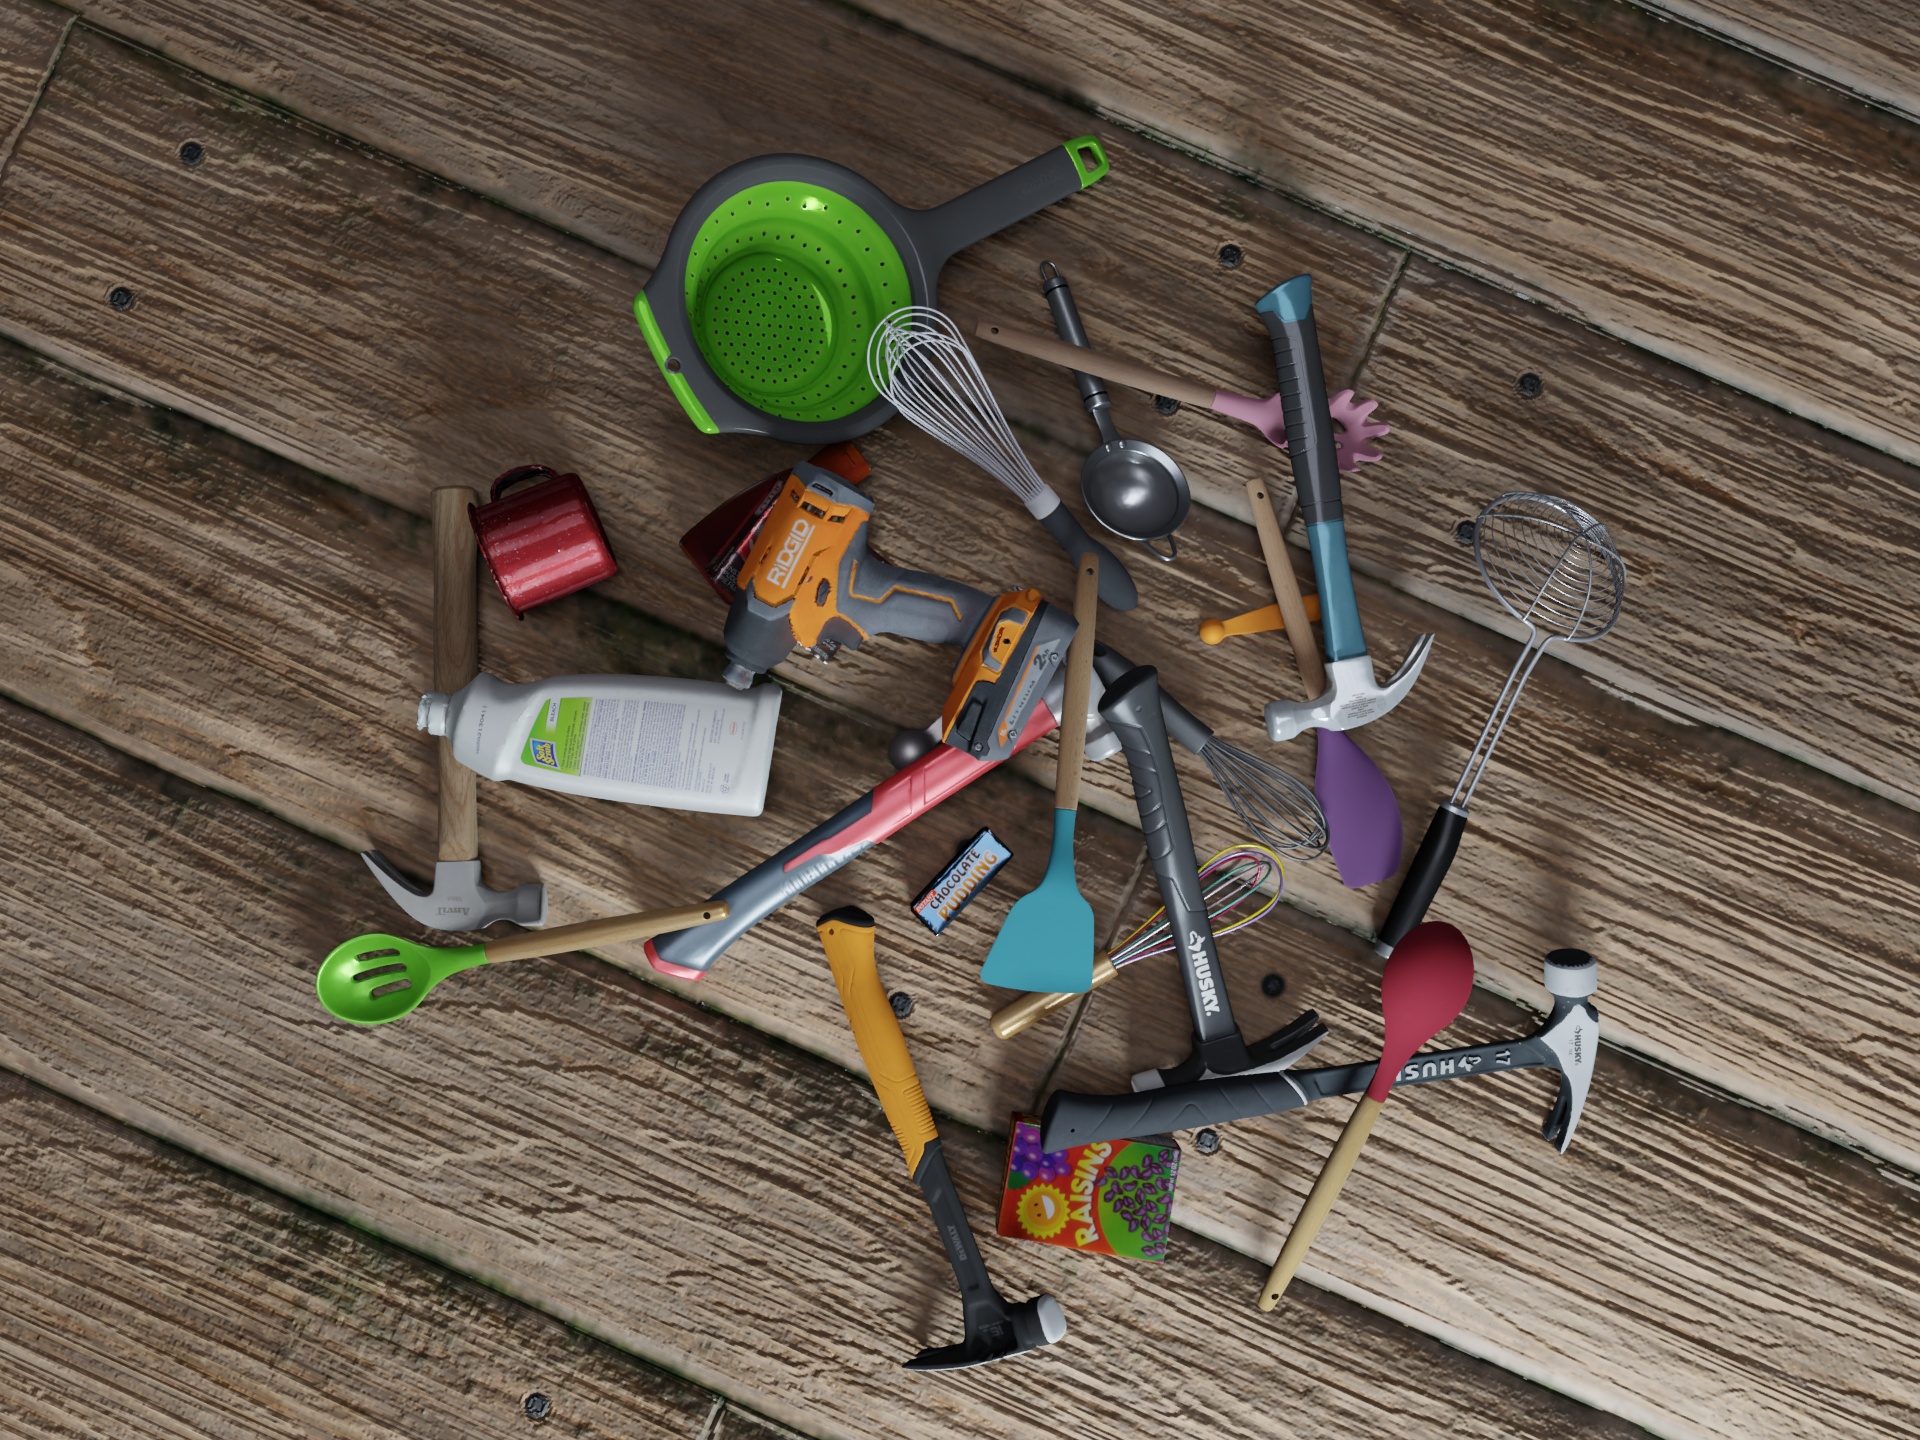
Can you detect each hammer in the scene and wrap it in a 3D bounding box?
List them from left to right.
[{"bbox_3d":[-0.379,-0.010,1.187,0.130,0.031,0.331,-2,86,-1],"label":"hammer"},{"bbox_3d":[-0.071,0.057,1.164,0.386,0.038,0.143,-33,98,-1],"label":"hammer"},{"bbox_3d":[-0.039,0.298,1.153,0.127,0.034,0.337,-26,80,27],"label":"hammer"},{"bbox_3d":[0.161,0.119,1.117,0.146,0.035,0.334,-17,109,-3],"label":"hammer"},{"bbox_3d":[0.262,-0.158,1.161,0.128,0.033,0.331,-10,92,-3],"label":"hammer"},{"bbox_3d":[0.258,0.264,1.138,0.409,0.036,0.149,-8,105,-4],"label":"hammer"}]

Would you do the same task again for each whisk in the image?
[{"bbox_3d":[0.040,-0.183,1.151,0.070,0.070,0.284,-45,111,-3],"label":"whisk"},{"bbox_3d":[0.128,0.163,1.172,0.245,0.051,0.047,-31,116,3],"label":"whisk"},{"bbox_3d":[0.178,0.019,1.181,0.239,0.055,0.055,40,87,7],"label":"whisk"}]

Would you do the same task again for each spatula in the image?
[{"bbox_3d":[0.074,0.038,1.140,0.082,0.044,0.317,7,86,-7],"label":"spatula"},{"bbox_3d":[0.267,-0.030,1.191,0.060,0.018,0.316,-18,91,-4],"label":"spatula"}]

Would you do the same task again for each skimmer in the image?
[{"bbox_3d":[0.385,0.005,1.189,0.127,0.090,0.363,22,97,-9],"label":"skimmer"}]

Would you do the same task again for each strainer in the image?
[{"bbox_3d":[0.106,-0.231,1.199,0.087,0.050,0.258,-15,80,-21],"label":"strainer"}]

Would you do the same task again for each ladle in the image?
[{"bbox_3d":[0.278,0.284,1.116,0.069,0.031,0.315,19,105,-14],"label":"ladle"}]

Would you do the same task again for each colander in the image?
[{"bbox_3d":[-0.062,-0.338,1.187,0.397,0.094,0.204,-32,103,-20],"label":"colander"}]

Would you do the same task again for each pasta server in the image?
[{"bbox_3d":[0.163,-0.248,1.179,0.316,0.040,0.060,15,91,-8],"label":"pasta server"}]

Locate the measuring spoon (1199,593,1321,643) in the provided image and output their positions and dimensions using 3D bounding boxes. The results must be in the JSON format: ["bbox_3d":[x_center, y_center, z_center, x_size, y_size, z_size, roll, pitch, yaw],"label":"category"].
[{"bbox_3d":[0.238,-0.079,1.202,0.117,0.011,0.021,-13,87,-1],"label":"measuring spoon"}]

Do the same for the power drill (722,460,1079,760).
[{"bbox_3d":[-0.050,-0.058,1.103,0.226,0.084,0.164,28,94,2],"label":"power drill"}]

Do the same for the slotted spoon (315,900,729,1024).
[{"bbox_3d":[-0.317,0.166,1.154,0.314,0.031,0.070,-12,104,8],"label":"slotted spoon"}]

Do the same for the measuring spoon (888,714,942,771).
[{"bbox_3d":[-0.002,-0.004,1.192,0.124,0.018,0.034,-38,87,0],"label":"measuring spoon"}]
